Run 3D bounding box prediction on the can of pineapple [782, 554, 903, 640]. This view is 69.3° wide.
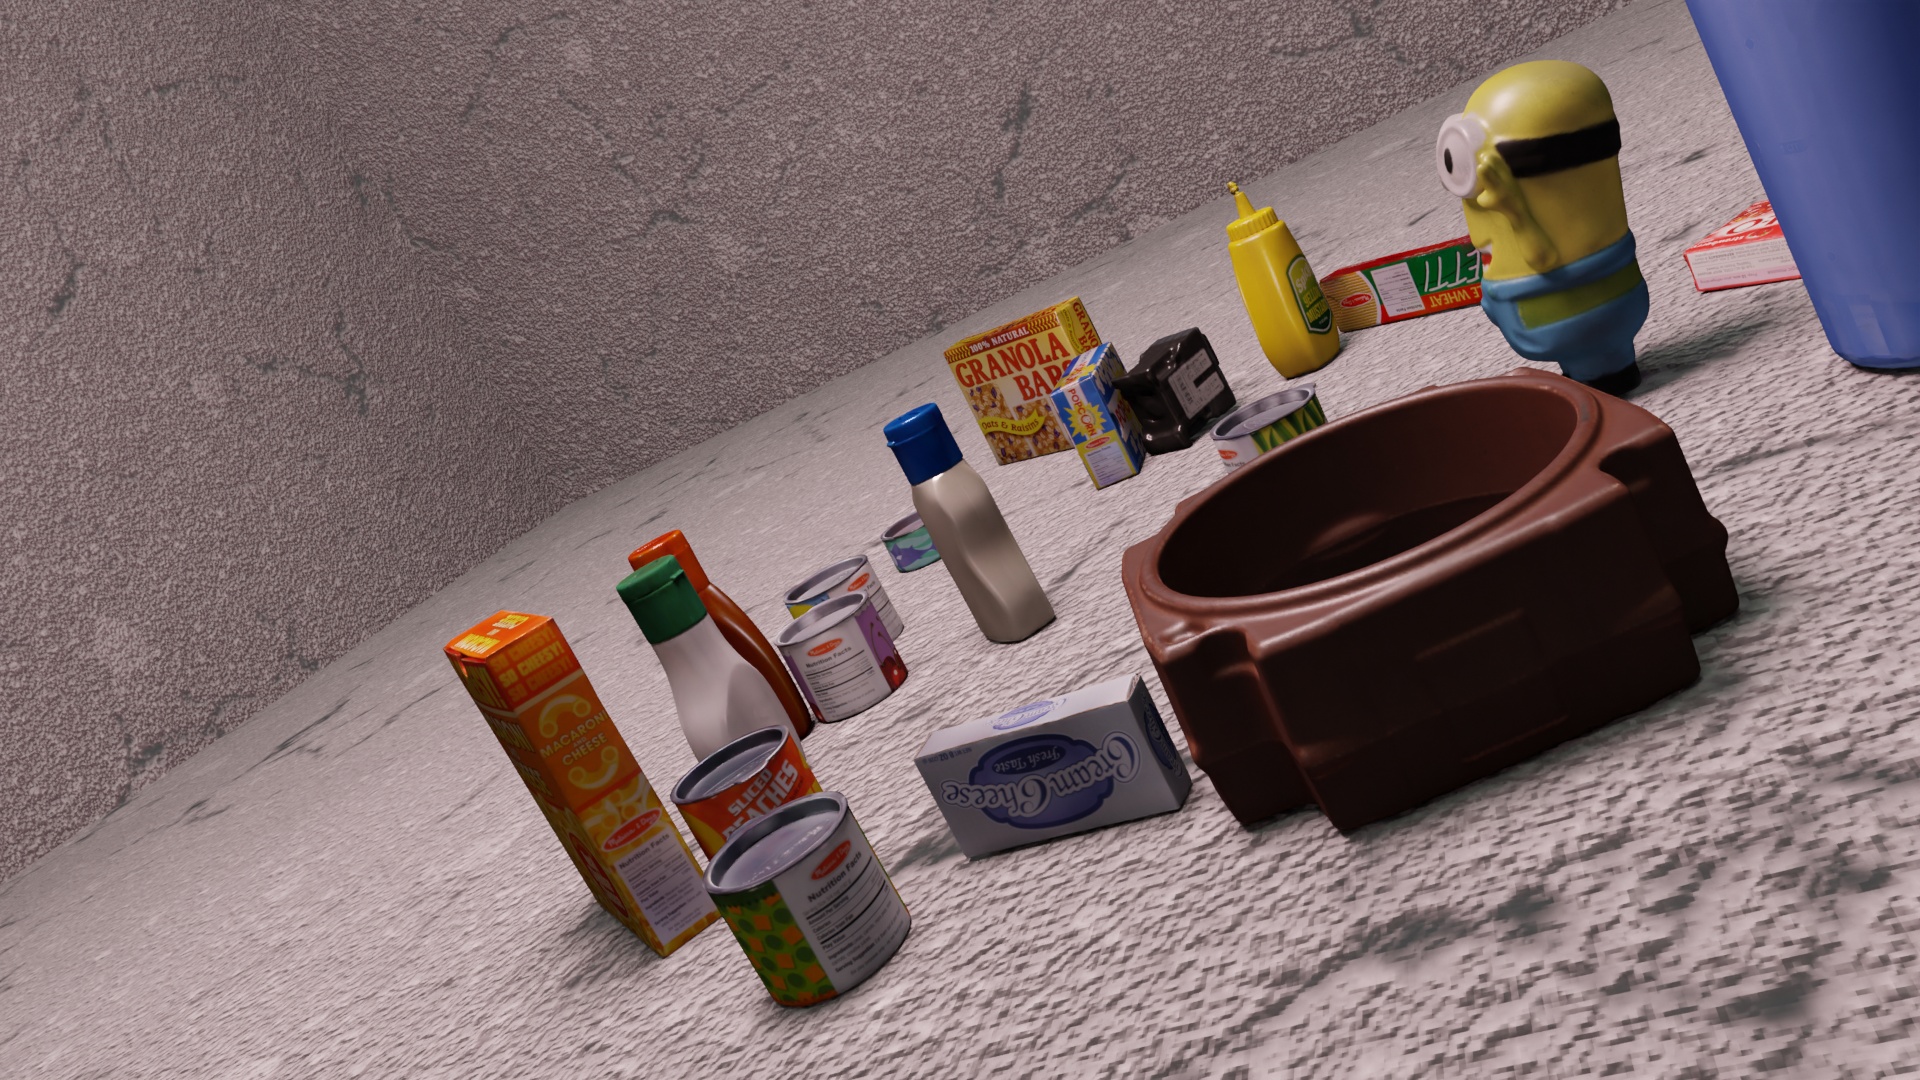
[{"bbox_3d":[-0.083,0.051,0.973,0.071,0.057,0.071,-26,13,6],"label":"can of pineapple"}]

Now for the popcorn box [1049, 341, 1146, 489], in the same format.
[{"bbox_3d":[0.115,-0.102,1.110,0.038,0.085,0.127,-23,14,20],"label":"popcorn box"}]

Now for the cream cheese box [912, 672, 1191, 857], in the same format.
[{"bbox_3d":[0.037,0.094,0.574,0.103,0.053,0.024,-20,14,28],"label":"cream cheese box"}]

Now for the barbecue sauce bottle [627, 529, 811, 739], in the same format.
[{"bbox_3d":[-0.152,0.066,0.851,0.065,0.148,0.044,-27,12,0],"label":"barbecue sauce bottle"}]

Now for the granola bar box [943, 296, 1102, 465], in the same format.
[{"bbox_3d":[0.071,-0.142,1.266,0.039,0.124,0.165,-36,15,-34],"label":"granola bar box"}]

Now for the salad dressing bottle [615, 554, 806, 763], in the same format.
[{"bbox_3d":[-0.139,0.079,0.776,0.044,0.147,0.064,-21,14,27],"label":"salad dressing bottle"}]

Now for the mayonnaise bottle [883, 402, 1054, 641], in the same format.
[{"bbox_3d":[0.003,-0.011,0.838,0.041,0.148,0.064,-32,13,-19],"label":"mayonnaise bottle"}]

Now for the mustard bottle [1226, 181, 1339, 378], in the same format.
[{"bbox_3d":[0.247,-0.210,1.095,0.048,0.160,0.065,-16,17,43],"label":"mustard bottle"}]

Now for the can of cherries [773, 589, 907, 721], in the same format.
[{"bbox_3d":[-0.074,0.072,0.873,0.071,0.058,0.072,-26,13,6],"label":"can of cherries"}]

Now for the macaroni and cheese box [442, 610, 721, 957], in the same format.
[{"bbox_3d":[-0.191,0.117,0.692,0.040,0.166,0.123,-33,14,-25],"label":"macaroni and cheese box"}]

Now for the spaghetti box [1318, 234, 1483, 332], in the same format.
[{"bbox_3d":[0.376,-0.203,1.056,0.029,0.050,0.250,-33,14,-25],"label":"spaghetti box"}]

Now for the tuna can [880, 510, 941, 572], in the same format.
[{"bbox_3d":[-0.027,-0.004,1.132,0.071,0.032,0.071,-26,13,6],"label":"tuna can"}]

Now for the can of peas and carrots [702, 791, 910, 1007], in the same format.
[{"bbox_3d":[-0.063,0.145,0.566,0.071,0.058,0.071,-26,13,6],"label":"can of peas and carrots"}]

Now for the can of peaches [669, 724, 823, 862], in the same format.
[{"bbox_3d":[-0.100,0.134,0.685,0.071,0.058,0.071,-26,13,6],"label":"can of peaches"}]

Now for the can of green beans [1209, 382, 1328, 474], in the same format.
[{"bbox_3d":[0.190,-0.051,0.823,0.071,0.057,0.071,-26,13,6],"label":"can of green beans"}]
